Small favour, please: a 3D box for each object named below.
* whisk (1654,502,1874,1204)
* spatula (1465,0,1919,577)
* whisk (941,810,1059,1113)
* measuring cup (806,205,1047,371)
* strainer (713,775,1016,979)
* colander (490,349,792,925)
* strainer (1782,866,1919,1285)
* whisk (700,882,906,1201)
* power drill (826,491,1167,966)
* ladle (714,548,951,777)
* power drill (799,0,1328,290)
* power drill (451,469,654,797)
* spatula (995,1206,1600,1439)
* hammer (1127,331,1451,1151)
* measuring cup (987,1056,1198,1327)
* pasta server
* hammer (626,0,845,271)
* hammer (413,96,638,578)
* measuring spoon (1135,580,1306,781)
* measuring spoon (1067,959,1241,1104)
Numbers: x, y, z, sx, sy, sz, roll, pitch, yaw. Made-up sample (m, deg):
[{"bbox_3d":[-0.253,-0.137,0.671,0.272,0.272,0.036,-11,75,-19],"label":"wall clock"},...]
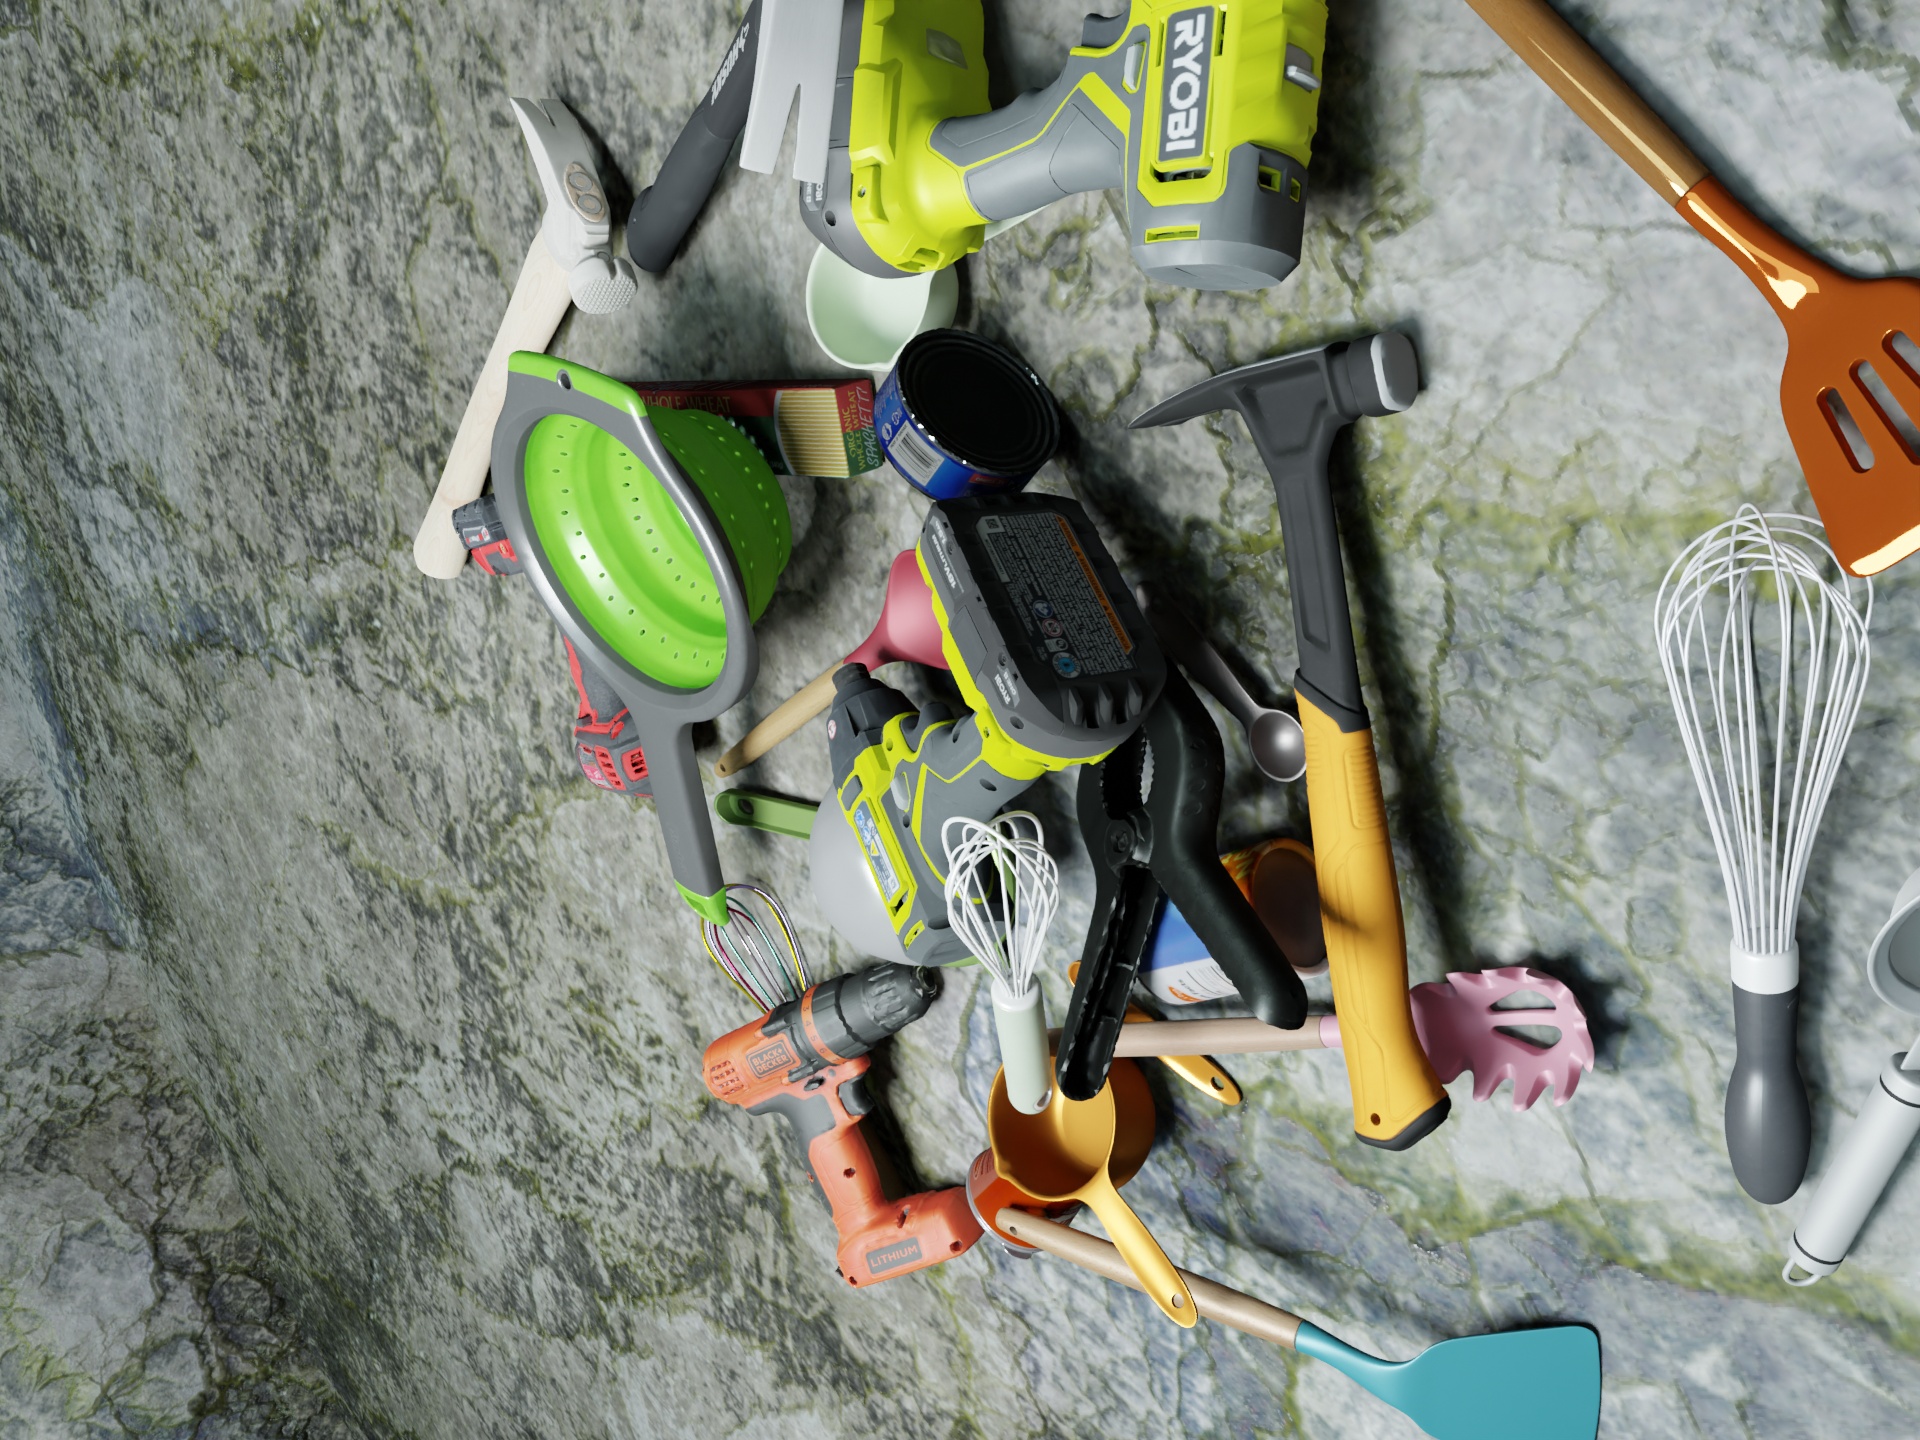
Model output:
[{"bbox_3d":[0.291,0.060,0.575,0.070,0.070,0.284,9,119,44],"label":"whisk"},{"bbox_3d":[0.225,-0.193,0.532,0.323,0.041,0.081,54,138,15],"label":"spatula"},{"bbox_3d":[0.025,0.124,0.762,0.059,0.058,0.246,28,148,28],"label":"whisk"},{"bbox_3d":[-0.001,-0.225,0.763,0.167,0.038,0.083,-22,81,32],"label":"measuring cup"},{"bbox_3d":[-0.082,0.078,0.959,0.256,0.069,0.151,9,115,42],"label":"strainer"},{"bbox_3d":[-0.157,-0.044,0.946,0.205,0.094,0.396,24,136,33],"label":"colander"},{"bbox_3d":[0.338,0.120,0.564,0.087,0.050,0.258,2,125,-1],"label":"strainer"},{"bbox_3d":[-0.106,0.221,1.073,0.051,0.047,0.245,-28,91,39],"label":"whisk"},{"bbox_3d":[-0.001,-0.002,0.776,0.171,0.080,0.223,65,147,25],"label":"power drill"},{"bbox_3d":[-0.076,-0.020,0.941,0.315,0.031,0.069,-33,86,51],"label":"ladle"},{"bbox_3d":[0.043,-0.270,0.643,0.229,0.080,0.190,9,97,41],"label":"power drill"},{"bbox_3d":[-0.255,-0.054,1.067,0.143,0.078,0.219,4,117,62],"label":"power drill"},{"bbox_3d":[0.154,0.298,0.808,0.318,0.044,0.082,10,116,36],"label":"spatula"},{"bbox_3d":[0.154,0.016,0.675,0.127,0.034,0.337,-6,96,47],"label":"hammer"},{"bbox_3d":[0.085,0.244,0.846,0.095,0.052,0.174,-52,53,19],"label":"measuring cup"},{"bbox_3d":[0.146,0.150,0.753,0.316,0.040,0.060,-12,90,40],"label":"pasta server"},{"bbox_3d":[-0.118,-0.282,0.767,0.335,0.035,0.146,171,103,-68],"label":"hammer"},{"bbox_3d":[-0.317,-0.227,1.077,0.410,0.038,0.146,-43,64,50],"label":"hammer"},{"bbox_3d":[0.124,-0.023,0.743,0.124,0.018,0.034,52,138,25],"label":"measuring spoon"},{"bbox_3d":[0.105,0.166,0.855,0.117,0.011,0.021,36,130,24],"label":"measuring spoon"}]
